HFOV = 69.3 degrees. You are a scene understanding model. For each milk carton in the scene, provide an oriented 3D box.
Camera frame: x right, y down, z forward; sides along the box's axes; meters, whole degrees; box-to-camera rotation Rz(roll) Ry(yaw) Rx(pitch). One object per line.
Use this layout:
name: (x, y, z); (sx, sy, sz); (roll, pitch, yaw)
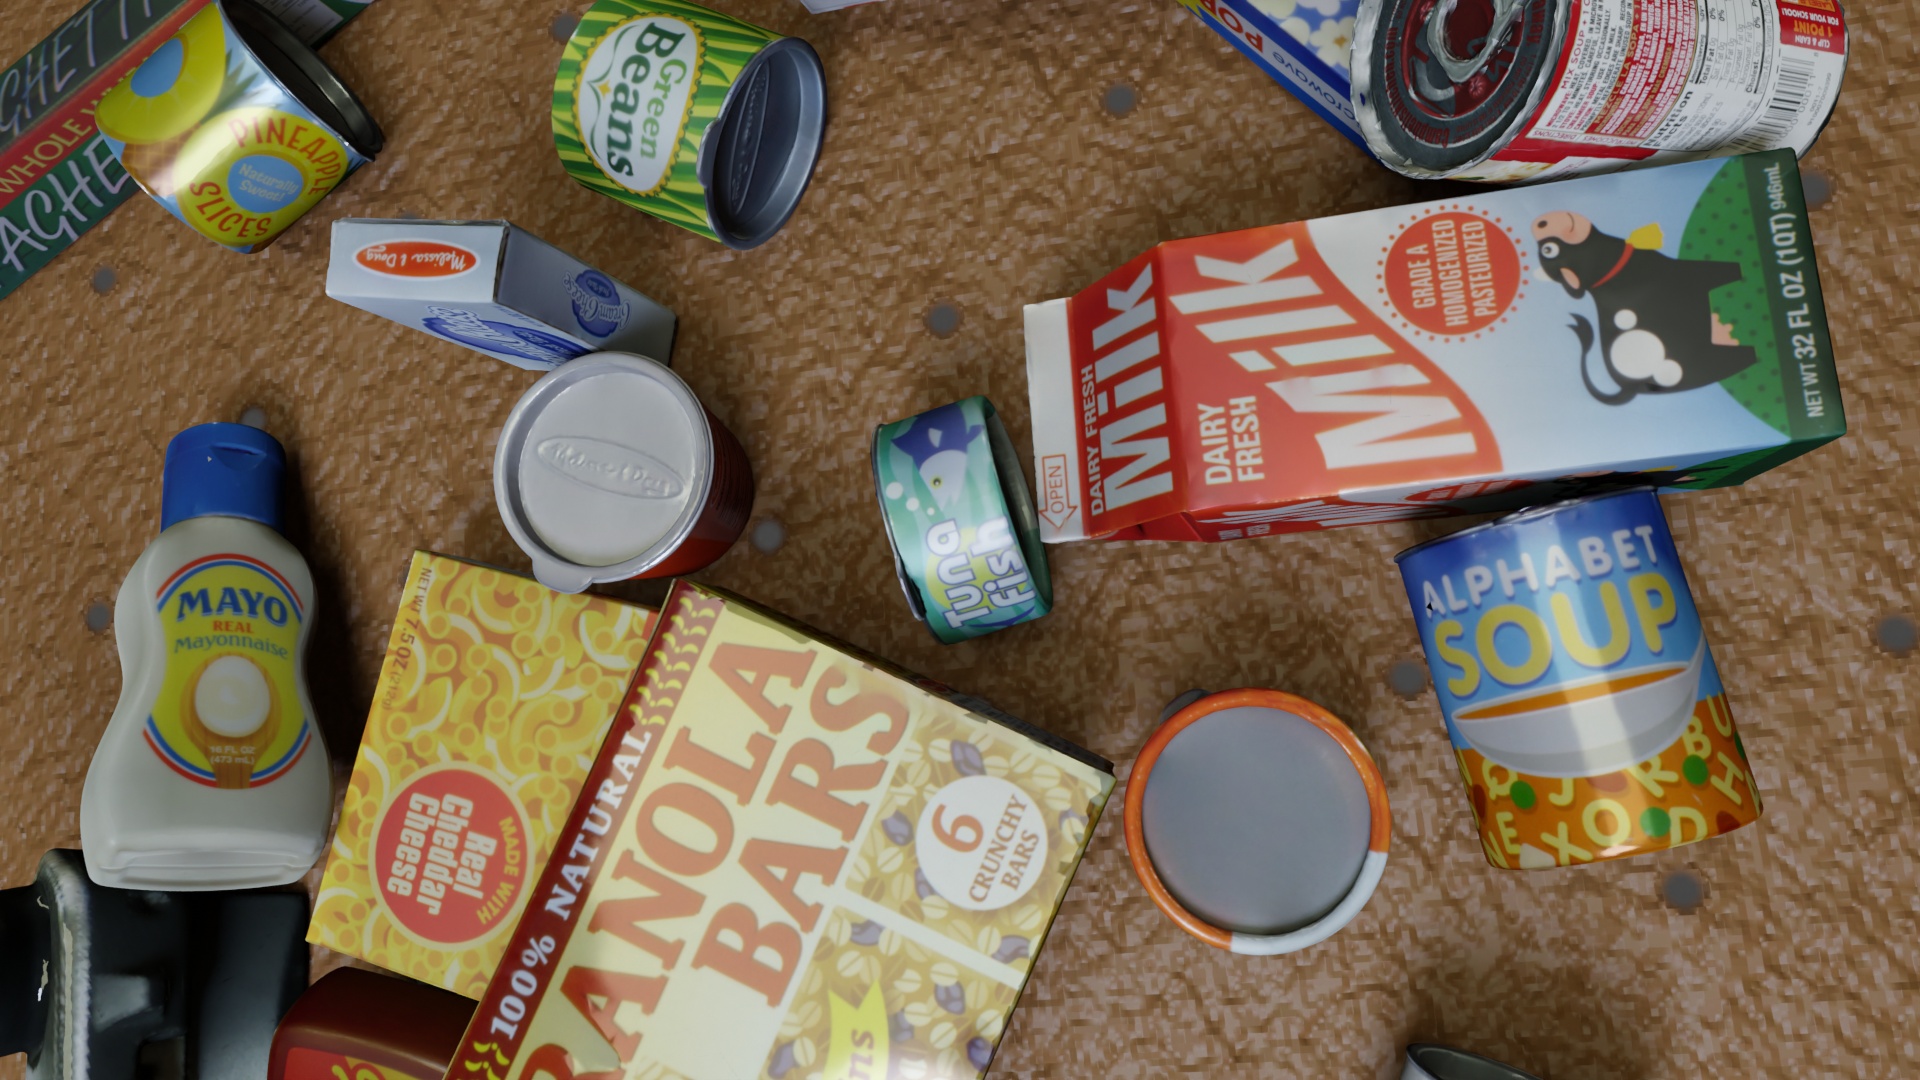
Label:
milk carton: (0.112, -0.043, 0.370); (0.190, 0.073, 0.072); (-6, 82, 12)

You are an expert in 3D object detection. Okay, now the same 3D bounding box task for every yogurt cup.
yogurt cup: (-0.098, -0.019, 0.423); (0.072, 0.054, 0.072); (-2, 82, 12)

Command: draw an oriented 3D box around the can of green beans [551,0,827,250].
can of green beans: (-0.083, -0.131, 0.429); (0.058, 0.071, 0.071); (24, 88, 15)

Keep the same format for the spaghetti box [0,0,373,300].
spaghetti box: (-0.286, -0.164, 0.488); (0.250, 0.050, 0.029); (-35, 75, 6)

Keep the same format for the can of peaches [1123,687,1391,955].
can of peaches: (0.077, 0.071, 0.369); (0.071, 0.058, 0.071); (-2, 82, 12)

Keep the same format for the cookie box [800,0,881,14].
cookie box: (0.029, -0.225, 0.399); (0.167, 0.040, 0.123); (2, 70, 30)

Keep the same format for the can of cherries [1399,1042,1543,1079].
can of cherries: (0.136, 0.166, 0.339); (0.071, 0.071, 0.058); (18, 87, 14)

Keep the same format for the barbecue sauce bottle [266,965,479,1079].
barbecue sauce bottle: (-0.124, 0.171, 0.403); (0.148, 0.044, 0.064); (11, 114, 12)

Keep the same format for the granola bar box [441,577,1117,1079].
granola bar box: (-0.049, 0.109, 0.357); (0.124, 0.039, 0.165); (24, 86, 8)

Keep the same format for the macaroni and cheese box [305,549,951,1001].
macaroni and cheese box: (-0.099, 0.082, 0.416); (0.166, 0.040, 0.123); (13, 86, 14)

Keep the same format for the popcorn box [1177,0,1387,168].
popcorn box: (0.110, -0.183, 0.408); (0.085, 0.038, 0.127); (-46, 75, 4)

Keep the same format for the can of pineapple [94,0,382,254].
can of pineapple: (-0.240, -0.138, 0.465); (0.058, 0.071, 0.071); (-38, 76, 6)

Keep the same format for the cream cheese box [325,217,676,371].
cream cheese box: (-0.131, -0.070, 0.412); (0.053, 0.104, 0.024); (6, 87, 14)

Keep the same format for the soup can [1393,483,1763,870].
soup can: (0.154, 0.035, 0.350); (0.071, 0.071, 0.084); (-16, 79, 10)

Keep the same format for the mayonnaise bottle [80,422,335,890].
mayonnaise bottle: (-0.230, 0.032, 0.431); (0.041, 0.065, 0.148); (-43, 50, 39)

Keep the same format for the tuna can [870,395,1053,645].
tuna can: (0.001, -0.005, 0.390); (0.033, 0.071, 0.071); (-17, 79, 10)
